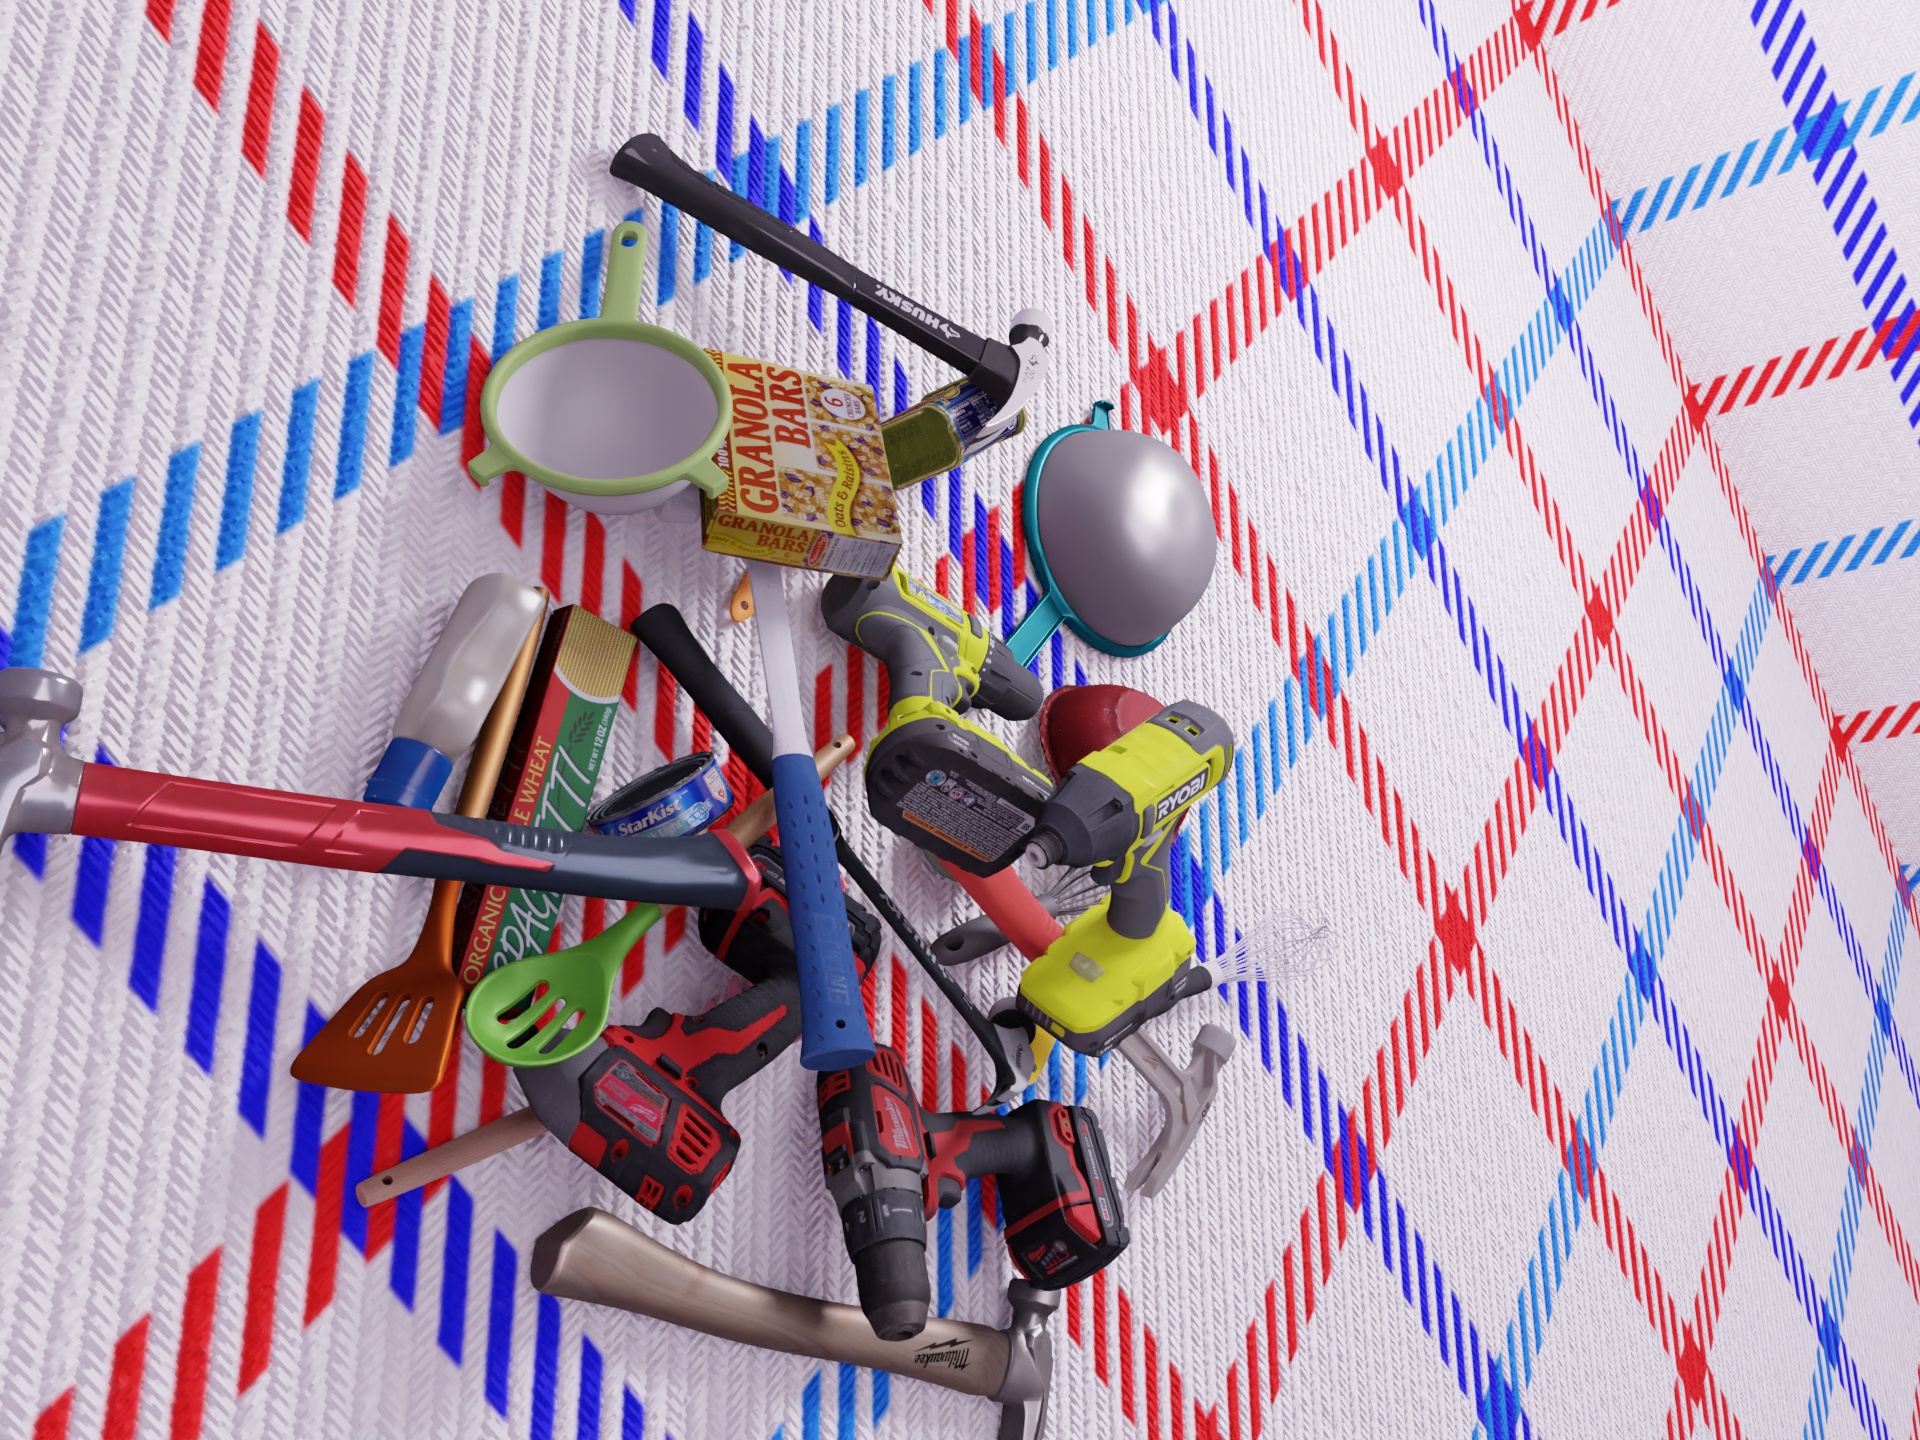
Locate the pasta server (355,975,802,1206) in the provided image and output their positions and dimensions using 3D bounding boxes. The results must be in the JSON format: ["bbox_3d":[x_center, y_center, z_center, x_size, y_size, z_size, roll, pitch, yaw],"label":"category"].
[{"bbox_3d":[-0.202,0.210,0.934,0.316,0.040,0.060,-17,59,-45],"label":"pasta server"}]

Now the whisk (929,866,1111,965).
[{"bbox_3d":[0.064,0.141,1.221,0.239,0.055,0.055,-17,91,-42],"label":"whisk"}]

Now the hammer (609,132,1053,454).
[{"bbox_3d":[-0.090,-0.311,1.123,0.334,0.035,0.146,27,52,-15],"label":"hammer"}]

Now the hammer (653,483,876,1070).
[{"bbox_3d":[-0.098,0.015,0.976,0.144,0.035,0.406,4,57,-26],"label":"hammer"}]

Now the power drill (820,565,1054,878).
[{"bbox_3d":[-0.002,-0.004,1.110,0.190,0.080,0.229,31,27,-30],"label":"power drill"}]

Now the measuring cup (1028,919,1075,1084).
[{"bbox_3d":[0.086,0.217,1.229,0.062,0.029,0.157,51,46,-23],"label":"measuring cup"}]

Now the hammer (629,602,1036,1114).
[{"bbox_3d":[-0.079,0.090,1.049,0.408,0.036,0.149,52,12,-11],"label":"hammer"}]

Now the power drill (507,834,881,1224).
[{"bbox_3d":[-0.154,0.172,0.929,0.143,0.078,0.220,35,44,6],"label":"power drill"}]

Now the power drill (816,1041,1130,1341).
[{"bbox_3d":[0.006,0.320,1.048,0.226,0.080,0.188,25,37,-37],"label":"power drill"}]

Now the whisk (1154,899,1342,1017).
[{"bbox_3d":[0.232,0.210,1.367,0.284,0.070,0.070,-11,86,-42],"label":"whisk"}]

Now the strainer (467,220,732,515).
[{"bbox_3d":[-0.221,-0.219,1.025,0.151,0.069,0.257,2,52,-7],"label":"strainer"}]

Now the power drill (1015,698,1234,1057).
[{"bbox_3d":[0.101,0.111,1.062,0.171,0.080,0.223,-31,139,-35],"label":"power drill"}]

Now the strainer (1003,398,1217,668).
[{"bbox_3d":[0.126,-0.129,1.324,0.211,0.095,0.340,57,45,-18],"label":"strainer"}]

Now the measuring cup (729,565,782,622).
[{"bbox_3d":[-0.108,-0.134,1.117,0.095,0.052,0.174,48,47,-25],"label":"measuring cup"}]

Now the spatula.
[{"bbox_3d":[-0.280,0.056,0.892,0.041,0.081,0.323,81,15,-60],"label":"spatula"}]

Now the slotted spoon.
[{"bbox_3d":[-0.160,0.096,0.928,0.070,0.031,0.314,34,49,16],"label":"slotted spoon"}]

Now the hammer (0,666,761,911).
[{"bbox_3d":[-0.288,0.077,0.816,0.386,0.038,0.143,11,71,-27],"label":"hammer"}]

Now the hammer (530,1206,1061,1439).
[{"bbox_3d":[-0.089,0.391,0.998,0.410,0.038,0.146,30,60,-36],"label":"hammer"}]

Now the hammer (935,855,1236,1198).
[{"bbox_3d":[0.083,0.203,1.187,0.358,0.037,0.149,50,62,-29],"label":"hammer"}]

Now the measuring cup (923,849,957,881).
[{"bbox_3d":[0.036,0.090,1.207,0.167,0.038,0.083,12,70,-42],"label":"measuring cup"}]
